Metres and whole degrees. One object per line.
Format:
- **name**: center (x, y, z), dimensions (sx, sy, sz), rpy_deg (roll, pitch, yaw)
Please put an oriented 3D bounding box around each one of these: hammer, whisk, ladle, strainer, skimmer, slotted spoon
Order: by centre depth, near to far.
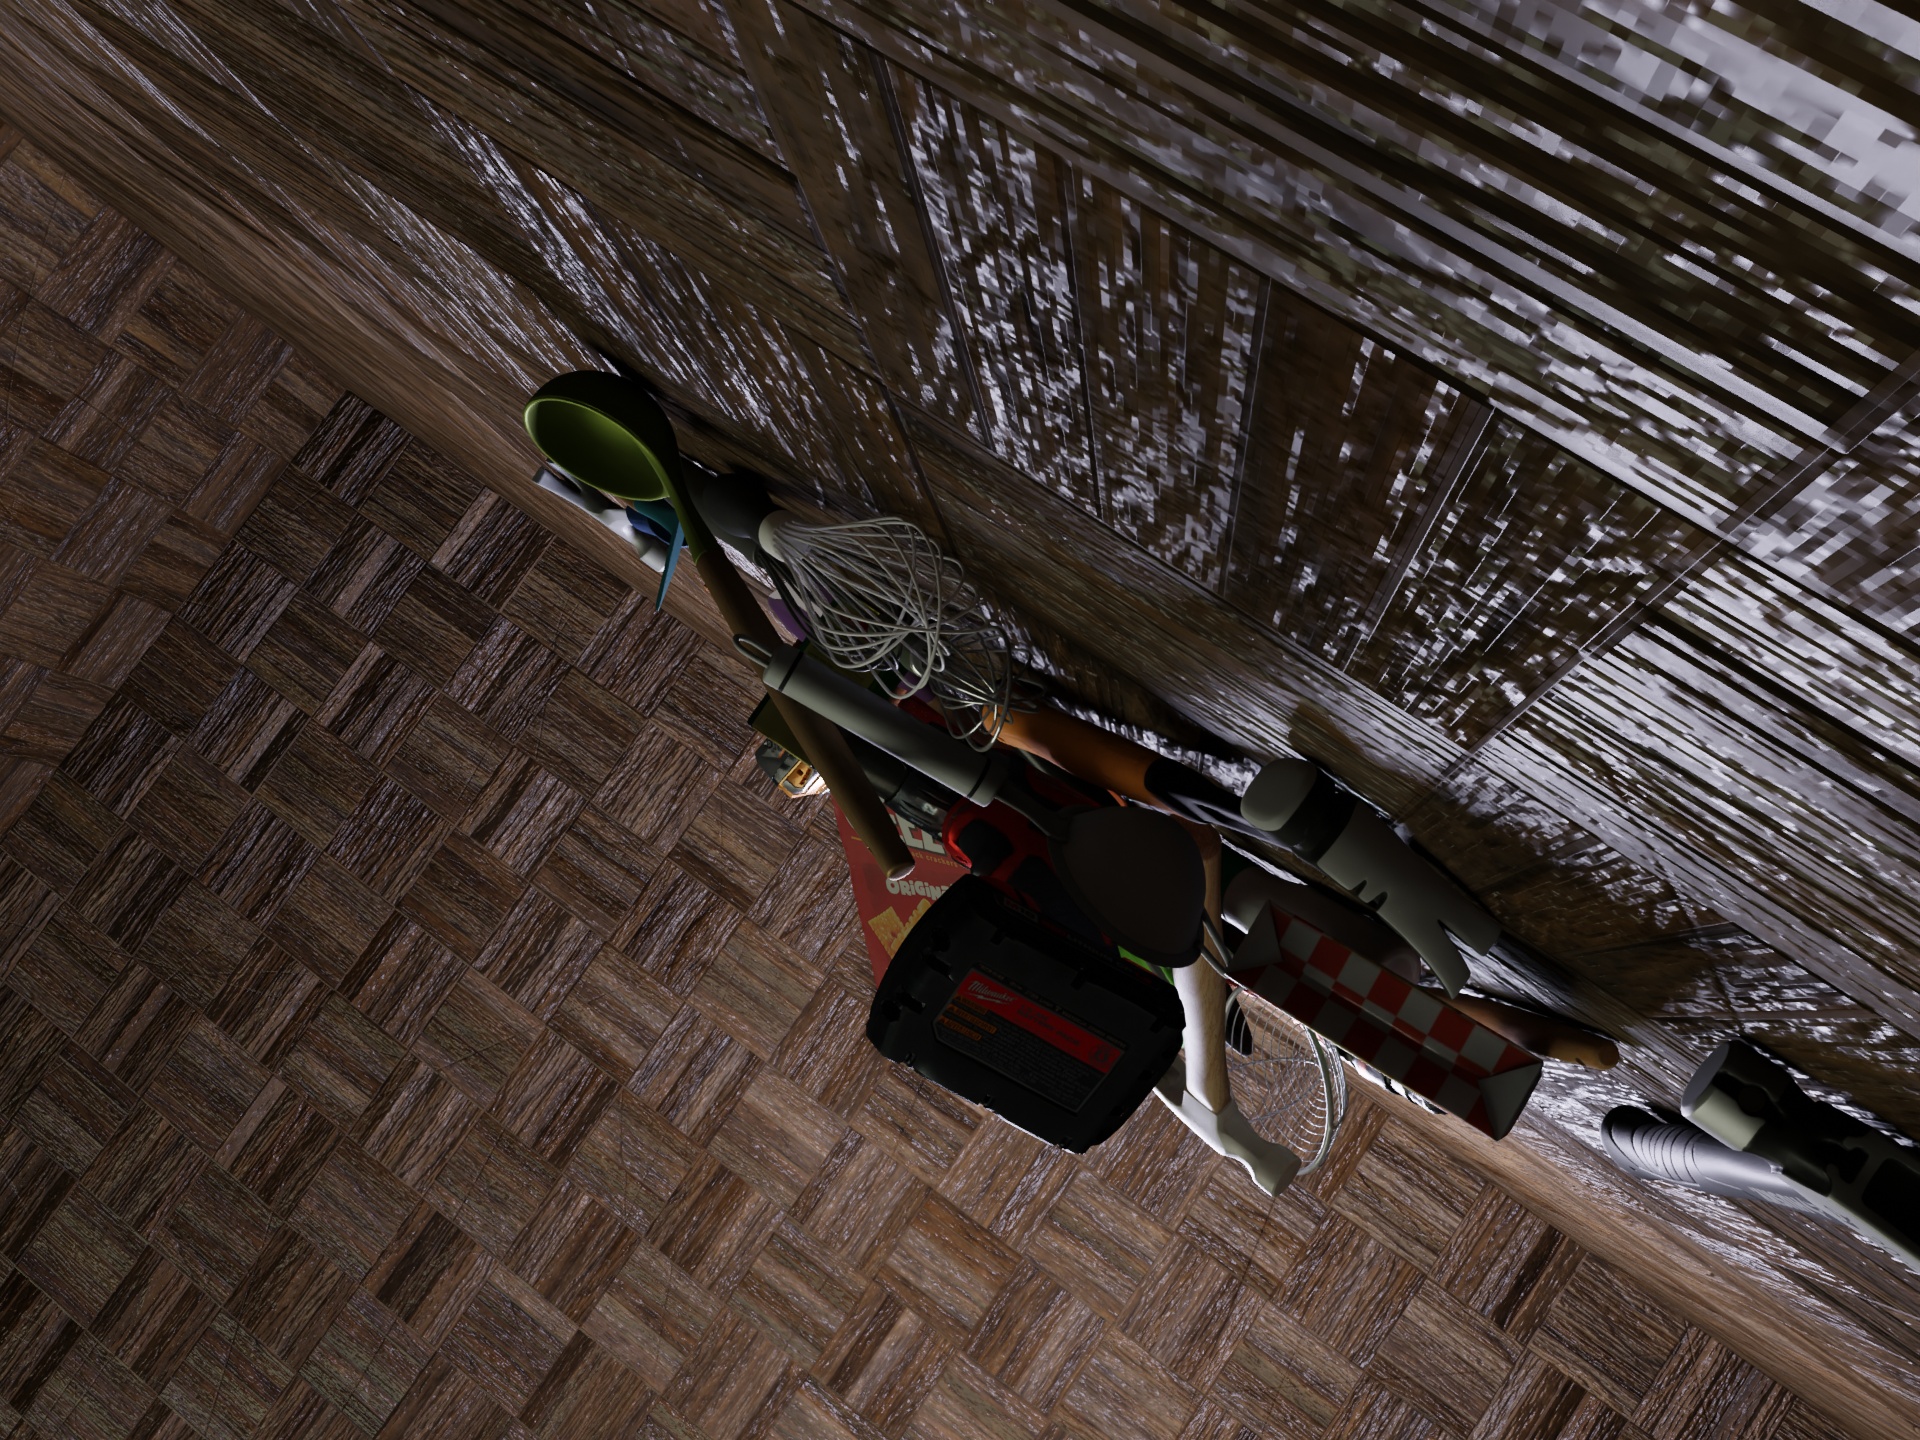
- **hammer**: center (0.331, 0.190, 0.660), dimensions (0.146, 0.035, 0.334), rpy_deg (35, 175, 14)
- **strainer**: center (0.018, 0.029, 0.664), dimensions (0.258, 0.050, 0.087), rpy_deg (30, -150, -6)
- **ladle**: center (-0.112, -0.048, 0.715), dimensions (0.320, 0.062, 0.078), rpy_deg (56, 173, 30)
- **whisk**: center (-0.069, -0.075, 0.722), dimensions (0.070, 0.070, 0.285), rpy_deg (38, 179, -31)
- **hammer**: center (0.097, 0.031, 0.732), dimensions (0.127, 0.034, 0.337), rpy_deg (39, 174, -25)
- **whisk**: center (-0.013, -0.031, 0.826), dimensions (0.057, 0.059, 0.246), rpy_deg (8, -172, -17)
- **slotted spoon**: center (0.258, 0.151, 0.841), dimensions (0.070, 0.031, 0.314), rpy_deg (42, 173, -4)
- **whisk**: center (-0.104, -0.093, 0.847), dimensions (0.239, 0.055, 0.055), rpy_deg (37, 178, 38)
- **hammer**: center (0.139, 0.163, 0.932), dimensions (0.130, 0.031, 0.331), rpy_deg (34, 153, 34)
- **skimmer**: center (0.127, 0.145, 1.009), dimensions (0.363, 0.090, 0.127), rpy_deg (47, 167, -21)
- **hammer**: center (-0.264, -0.166, 1.279), dimensions (0.144, 0.035, 0.406), rpy_deg (37, 175, -19)

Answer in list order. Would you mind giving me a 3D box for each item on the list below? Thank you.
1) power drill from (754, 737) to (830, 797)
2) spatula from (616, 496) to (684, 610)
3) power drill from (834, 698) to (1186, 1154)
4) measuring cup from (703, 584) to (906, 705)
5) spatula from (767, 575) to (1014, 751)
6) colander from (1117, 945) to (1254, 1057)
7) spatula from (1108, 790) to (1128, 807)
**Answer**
- **power drill**: center (-0.029, 0.052, 1.229), dimensions (0.226, 0.185, 0.084), rpy_deg (46, -146, 3)
- **spatula**: center (-0.233, -0.159, 1.077), dimensions (0.044, 0.082, 0.318), rpy_deg (5, -161, -34)
- **power drill**: center (0.009, 0.072, 0.725), dimensions (0.188, 0.080, 0.227), rpy_deg (30, -161, -11)
- **measuring cup**: center (-0.104, -0.061, 1.120), dimensions (0.173, 0.052, 0.095), rpy_deg (41, 173, -34)
- **spatula**: center (-0.002, -0.004, 1.106), dimensions (0.315, 0.018, 0.060), rpy_deg (35, 140, -23)
- **colander**: center (0.160, 0.204, 1.323), dimensions (0.205, 0.094, 0.397), rpy_deg (59, -169, 15)
- **spatula**: center (0.081, 0.159, 1.147), dimensions (0.081, 0.041, 0.322), rpy_deg (34, 133, 36)
